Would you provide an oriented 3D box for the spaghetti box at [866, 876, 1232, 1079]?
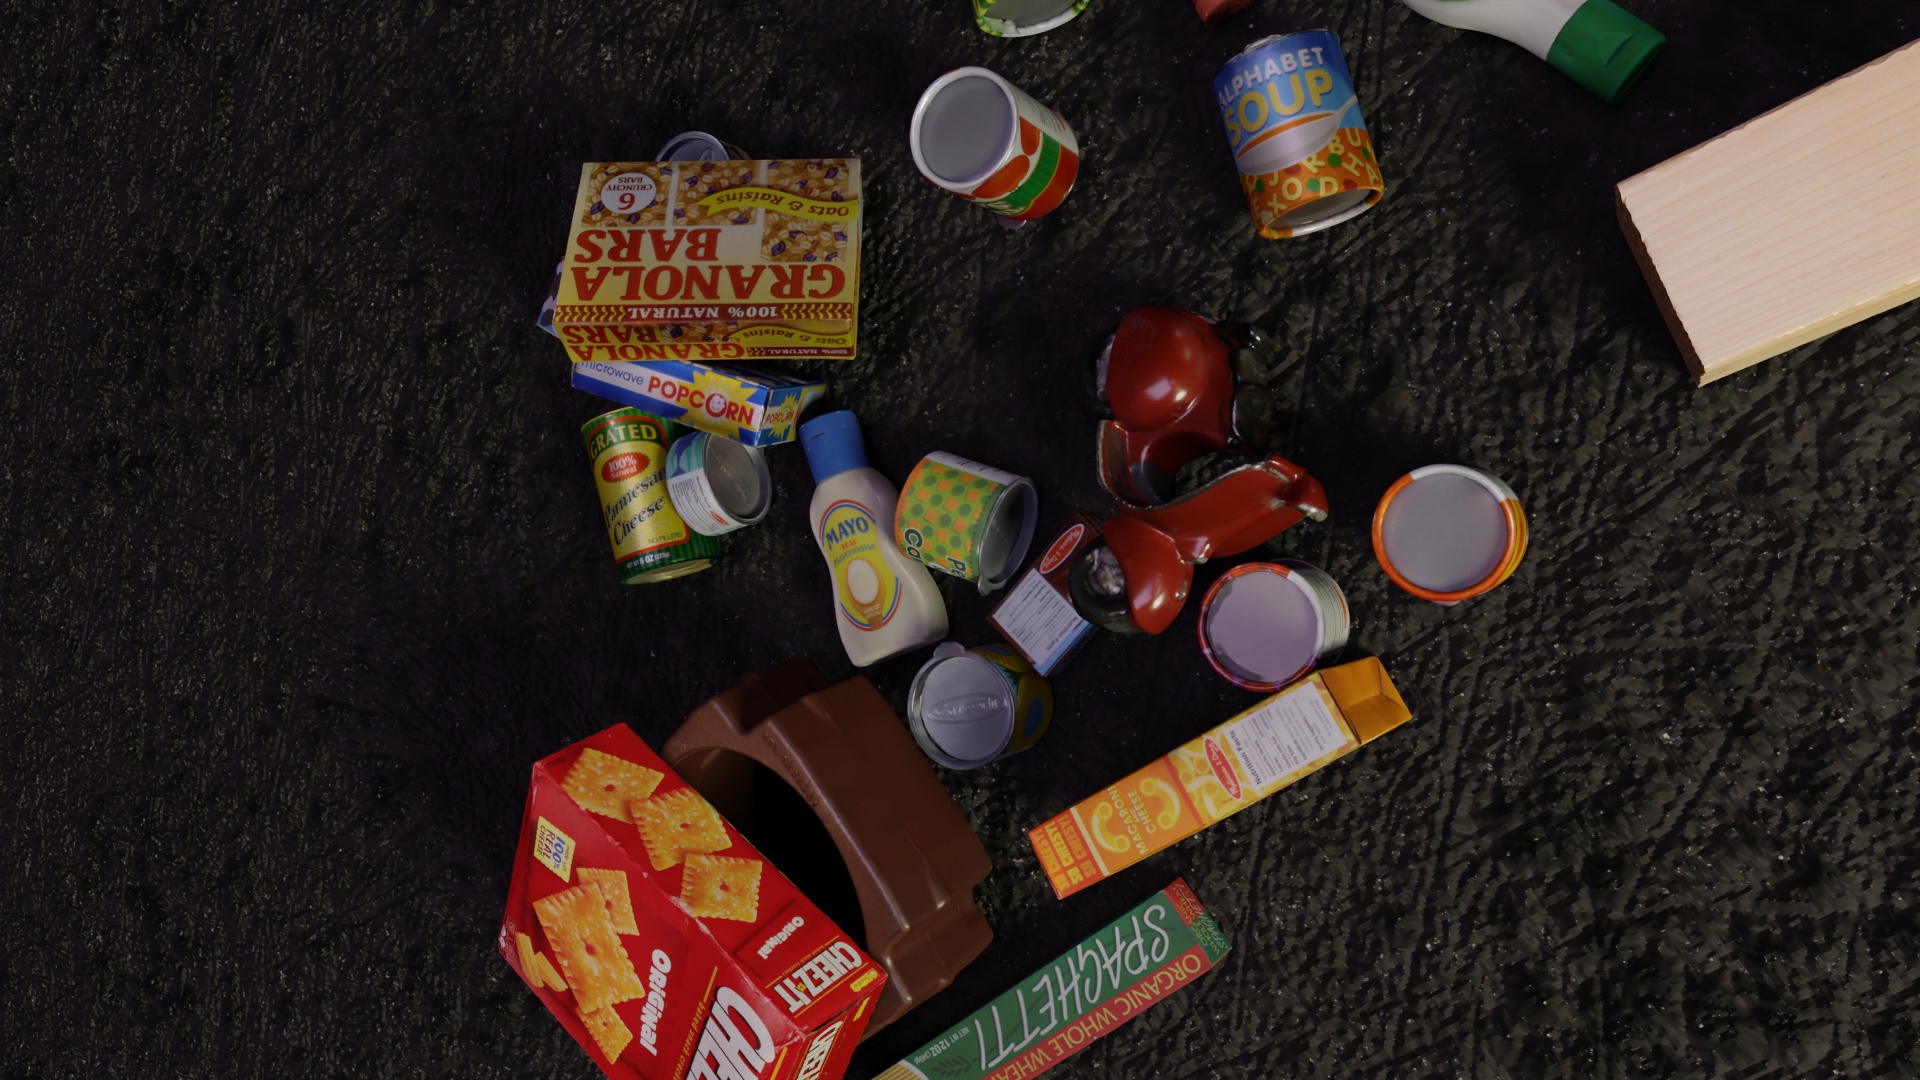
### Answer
[{"bbox_3d":[0.040,0.276,0.789,0.249,0.029,0.050,-40,75,21],"label":"spaghetti box"}]

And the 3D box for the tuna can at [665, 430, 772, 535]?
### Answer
[{"bbox_3d":[-0.149,-0.039,0.862,0.033,0.071,0.071,-16,84,27],"label":"tuna can"}]

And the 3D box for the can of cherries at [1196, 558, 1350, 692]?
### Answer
[{"bbox_3d":[0.158,0.044,0.712,0.071,0.058,0.071,0,91,26],"label":"can of cherries"}]

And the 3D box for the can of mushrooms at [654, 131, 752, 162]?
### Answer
[{"bbox_3d":[-0.161,-0.222,0.882,0.071,0.033,0.071,0,90,26],"label":"can of mushrooms"}]

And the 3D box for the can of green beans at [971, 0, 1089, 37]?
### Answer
[{"bbox_3d":[0.034,-0.319,0.766,0.071,0.071,0.058,-15,85,26],"label":"can of green beans"}]

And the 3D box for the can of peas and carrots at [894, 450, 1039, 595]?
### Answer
[{"bbox_3d":[0.003,-0.010,0.783,0.059,0.071,0.071,19,99,26],"label":"can of peas and carrots"}]

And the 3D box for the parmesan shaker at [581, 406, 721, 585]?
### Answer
[{"bbox_3d":[-0.193,-0.030,0.883,0.071,0.071,0.103,-19,82,26],"label":"parmesan shaker"}]

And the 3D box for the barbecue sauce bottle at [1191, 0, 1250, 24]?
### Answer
[{"bbox_3d":[0.106,-0.345,0.735,0.043,0.065,0.148,-33,85,15],"label":"barbecue sauce bottle"}]

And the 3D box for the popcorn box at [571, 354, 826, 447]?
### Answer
[{"bbox_3d":[-0.157,-0.095,0.839,0.127,0.085,0.038,19,103,13],"label":"popcorn box"}]

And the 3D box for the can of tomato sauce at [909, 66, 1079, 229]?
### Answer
[{"bbox_3d":[0.019,-0.215,0.765,0.071,0.083,0.071,0,90,26],"label":"can of tomato sauce"}]

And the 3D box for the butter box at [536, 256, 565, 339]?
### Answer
[{"bbox_3d":[-0.231,-0.145,0.923,0.103,0.024,0.053,30,104,23],"label":"butter box"}]

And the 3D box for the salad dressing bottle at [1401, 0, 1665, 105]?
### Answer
[{"bbox_3d":[0.264,-0.265,0.664,0.148,0.044,0.064,44,110,19],"label":"salad dressing bottle"}]

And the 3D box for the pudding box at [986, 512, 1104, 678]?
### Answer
[{"bbox_3d":[0.061,0.031,0.776,0.050,0.030,0.083,46,109,20],"label":"pudding box"}]

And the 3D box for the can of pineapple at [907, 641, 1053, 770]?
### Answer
[{"bbox_3d":[0.013,0.091,0.785,0.071,0.058,0.071,0,91,26],"label":"can of pineapple"}]

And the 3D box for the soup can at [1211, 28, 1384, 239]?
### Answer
[{"bbox_3d":[0.168,-0.203,0.697,0.071,0.071,0.084,-18,83,26],"label":"soup can"}]

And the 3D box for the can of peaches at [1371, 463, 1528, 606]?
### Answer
[{"bbox_3d":[0.237,-0.002,0.672,0.071,0.058,0.071,0,90,26],"label":"can of peaches"}]

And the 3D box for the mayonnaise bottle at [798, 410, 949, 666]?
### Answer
[{"bbox_3d":[-0.058,-0.003,0.828,0.064,0.041,0.148,-23,81,27],"label":"mayonnaise bottle"}]

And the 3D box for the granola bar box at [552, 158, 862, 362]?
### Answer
[{"bbox_3d":[-0.141,-0.163,0.807,0.166,0.039,0.125,0,60,1],"label":"granola bar box"}]

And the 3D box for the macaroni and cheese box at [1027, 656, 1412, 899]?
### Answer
[{"bbox_3d":[0.130,0.115,0.690,0.166,0.124,0.040,-34,74,23],"label":"macaroni and cheese box"}]
